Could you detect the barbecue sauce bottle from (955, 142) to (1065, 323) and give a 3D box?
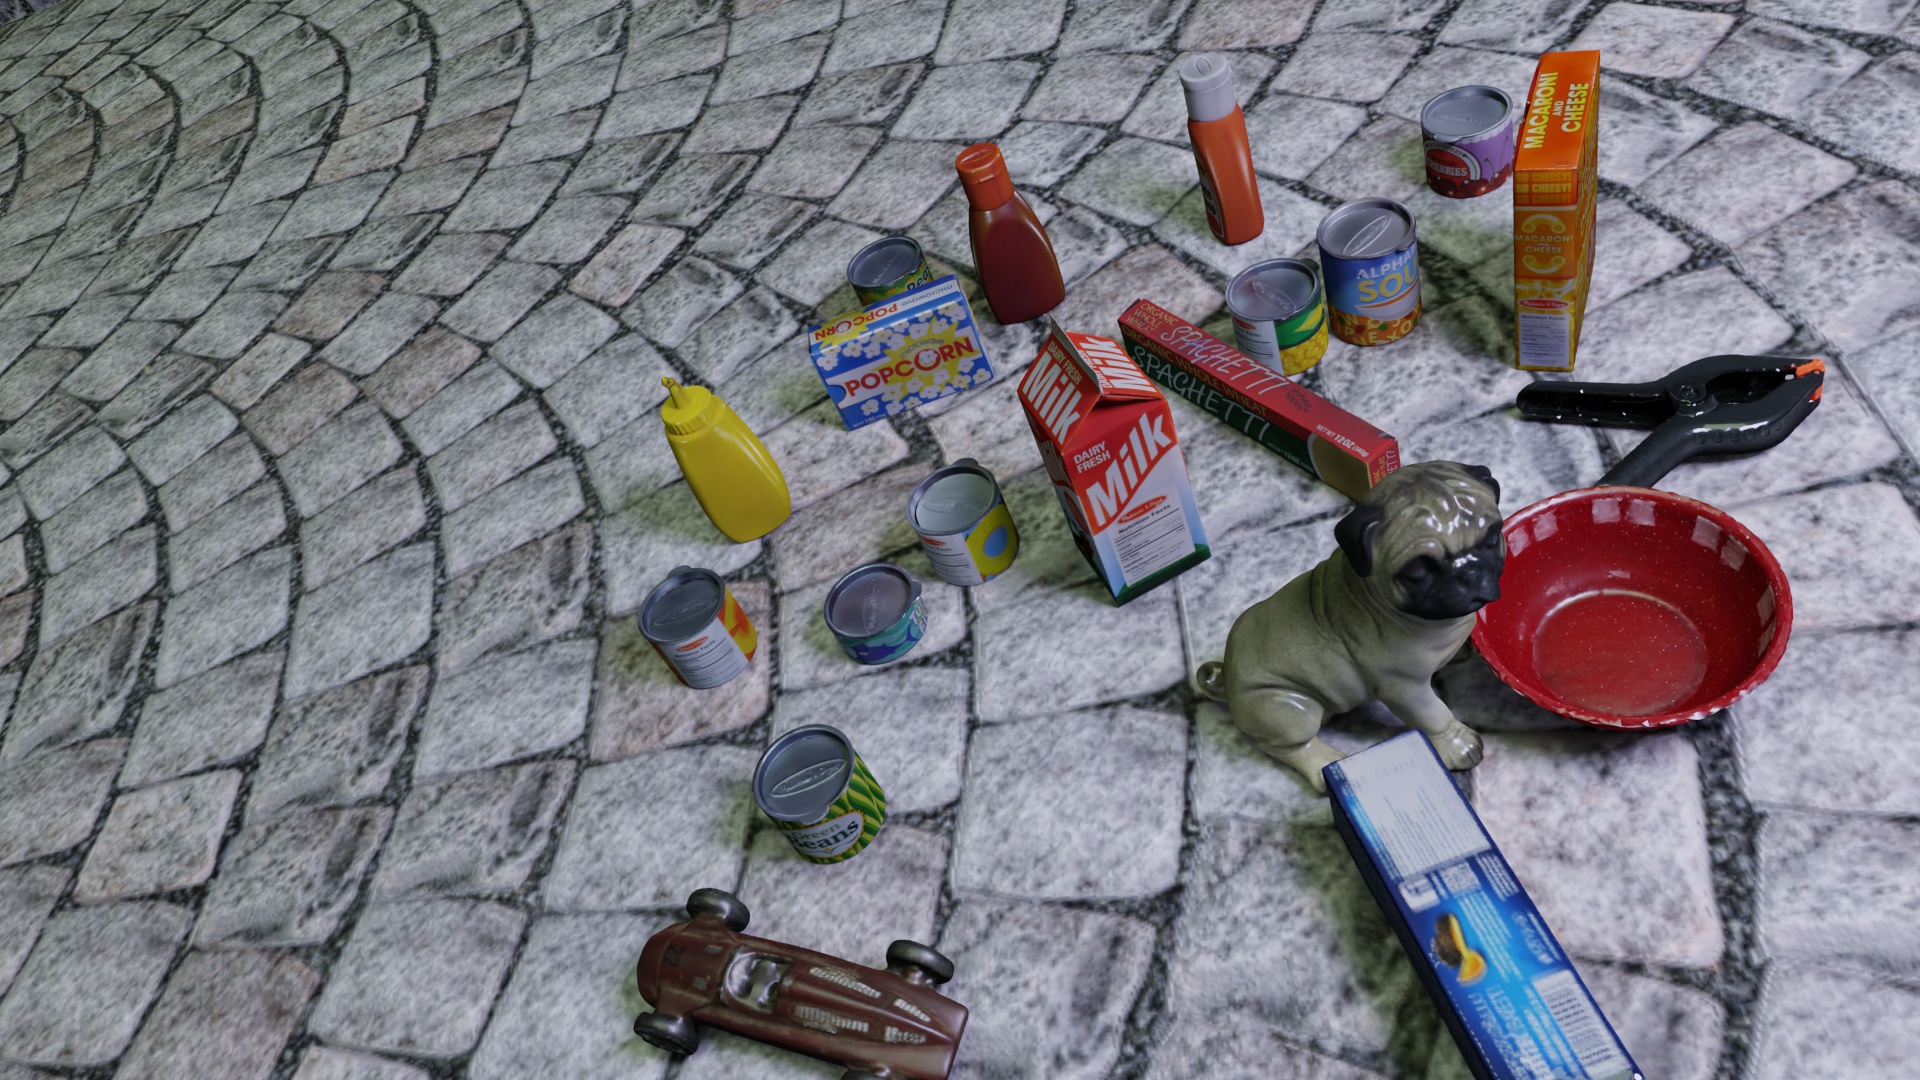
[{"bbox_3d":[0.035,-0.242,1.096,0.065,0.148,0.044,-21,45,5],"label":"barbecue sauce bottle"}]

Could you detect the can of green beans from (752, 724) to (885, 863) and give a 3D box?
[{"bbox_3d":[-0.086,0.156,0.851,0.071,0.057,0.071,-12,47,13],"label":"can of green beans"}]

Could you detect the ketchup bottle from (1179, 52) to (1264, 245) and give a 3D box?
[{"bbox_3d":[0.203,-0.306,1.082,0.043,0.148,0.065,-19,46,7],"label":"ketchup bottle"}]

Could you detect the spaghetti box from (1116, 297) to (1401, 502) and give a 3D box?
[{"bbox_3d":[0.201,-0.100,0.967,0.029,0.050,0.251,-38,47,-12],"label":"spaghetti box"}]

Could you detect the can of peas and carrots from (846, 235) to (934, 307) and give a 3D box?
[{"bbox_3d":[-0.053,-0.213,1.170,0.071,0.058,0.071,-12,47,13],"label":"can of peas and carrots"}]

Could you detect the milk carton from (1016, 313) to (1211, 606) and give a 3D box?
[{"bbox_3d":[0.094,-0.054,0.871,0.073,0.189,0.072,-28,45,-3],"label":"milk carton"}]

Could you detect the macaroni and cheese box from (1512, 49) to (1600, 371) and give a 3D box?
[{"bbox_3d":[0.389,-0.212,0.907,0.040,0.165,0.124,6,53,28],"label":"macaroni and cheese box"}]

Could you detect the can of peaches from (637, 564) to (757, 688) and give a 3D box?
[{"bbox_3d":[-0.184,0.061,0.979,0.071,0.057,0.071,-12,47,13],"label":"can of peaches"}]

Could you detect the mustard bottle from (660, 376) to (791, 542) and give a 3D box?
[{"bbox_3d":[-0.179,-0.067,1.020,0.065,0.159,0.049,-28,45,-2],"label":"mustard bottle"}]

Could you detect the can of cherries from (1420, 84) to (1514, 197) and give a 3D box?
[{"bbox_3d":[0.388,-0.305,1.067,0.071,0.058,0.072,-12,47,13],"label":"can of cherries"}]

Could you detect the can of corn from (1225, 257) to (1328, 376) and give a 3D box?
[{"bbox_3d":[0.232,-0.162,1.004,0.071,0.058,0.071,-12,47,13],"label":"can of corn"}]

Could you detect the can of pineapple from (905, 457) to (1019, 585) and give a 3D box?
[{"bbox_3d":[0.003,-0.012,0.965,0.071,0.057,0.071,-12,47,13],"label":"can of pineapple"}]

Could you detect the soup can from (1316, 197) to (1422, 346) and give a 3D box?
[{"bbox_3d":[0.293,-0.188,0.984,0.071,0.083,0.072,-12,47,13],"label":"soup can"}]

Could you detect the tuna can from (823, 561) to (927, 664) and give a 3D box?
[{"bbox_3d":[-0.055,0.049,0.952,0.071,0.032,0.071,-12,47,13],"label":"tuna can"}]

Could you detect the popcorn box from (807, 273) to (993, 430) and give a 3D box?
[{"bbox_3d":[-0.046,-0.147,1.089,0.127,0.085,0.038,-20,45,6],"label":"popcorn box"}]
